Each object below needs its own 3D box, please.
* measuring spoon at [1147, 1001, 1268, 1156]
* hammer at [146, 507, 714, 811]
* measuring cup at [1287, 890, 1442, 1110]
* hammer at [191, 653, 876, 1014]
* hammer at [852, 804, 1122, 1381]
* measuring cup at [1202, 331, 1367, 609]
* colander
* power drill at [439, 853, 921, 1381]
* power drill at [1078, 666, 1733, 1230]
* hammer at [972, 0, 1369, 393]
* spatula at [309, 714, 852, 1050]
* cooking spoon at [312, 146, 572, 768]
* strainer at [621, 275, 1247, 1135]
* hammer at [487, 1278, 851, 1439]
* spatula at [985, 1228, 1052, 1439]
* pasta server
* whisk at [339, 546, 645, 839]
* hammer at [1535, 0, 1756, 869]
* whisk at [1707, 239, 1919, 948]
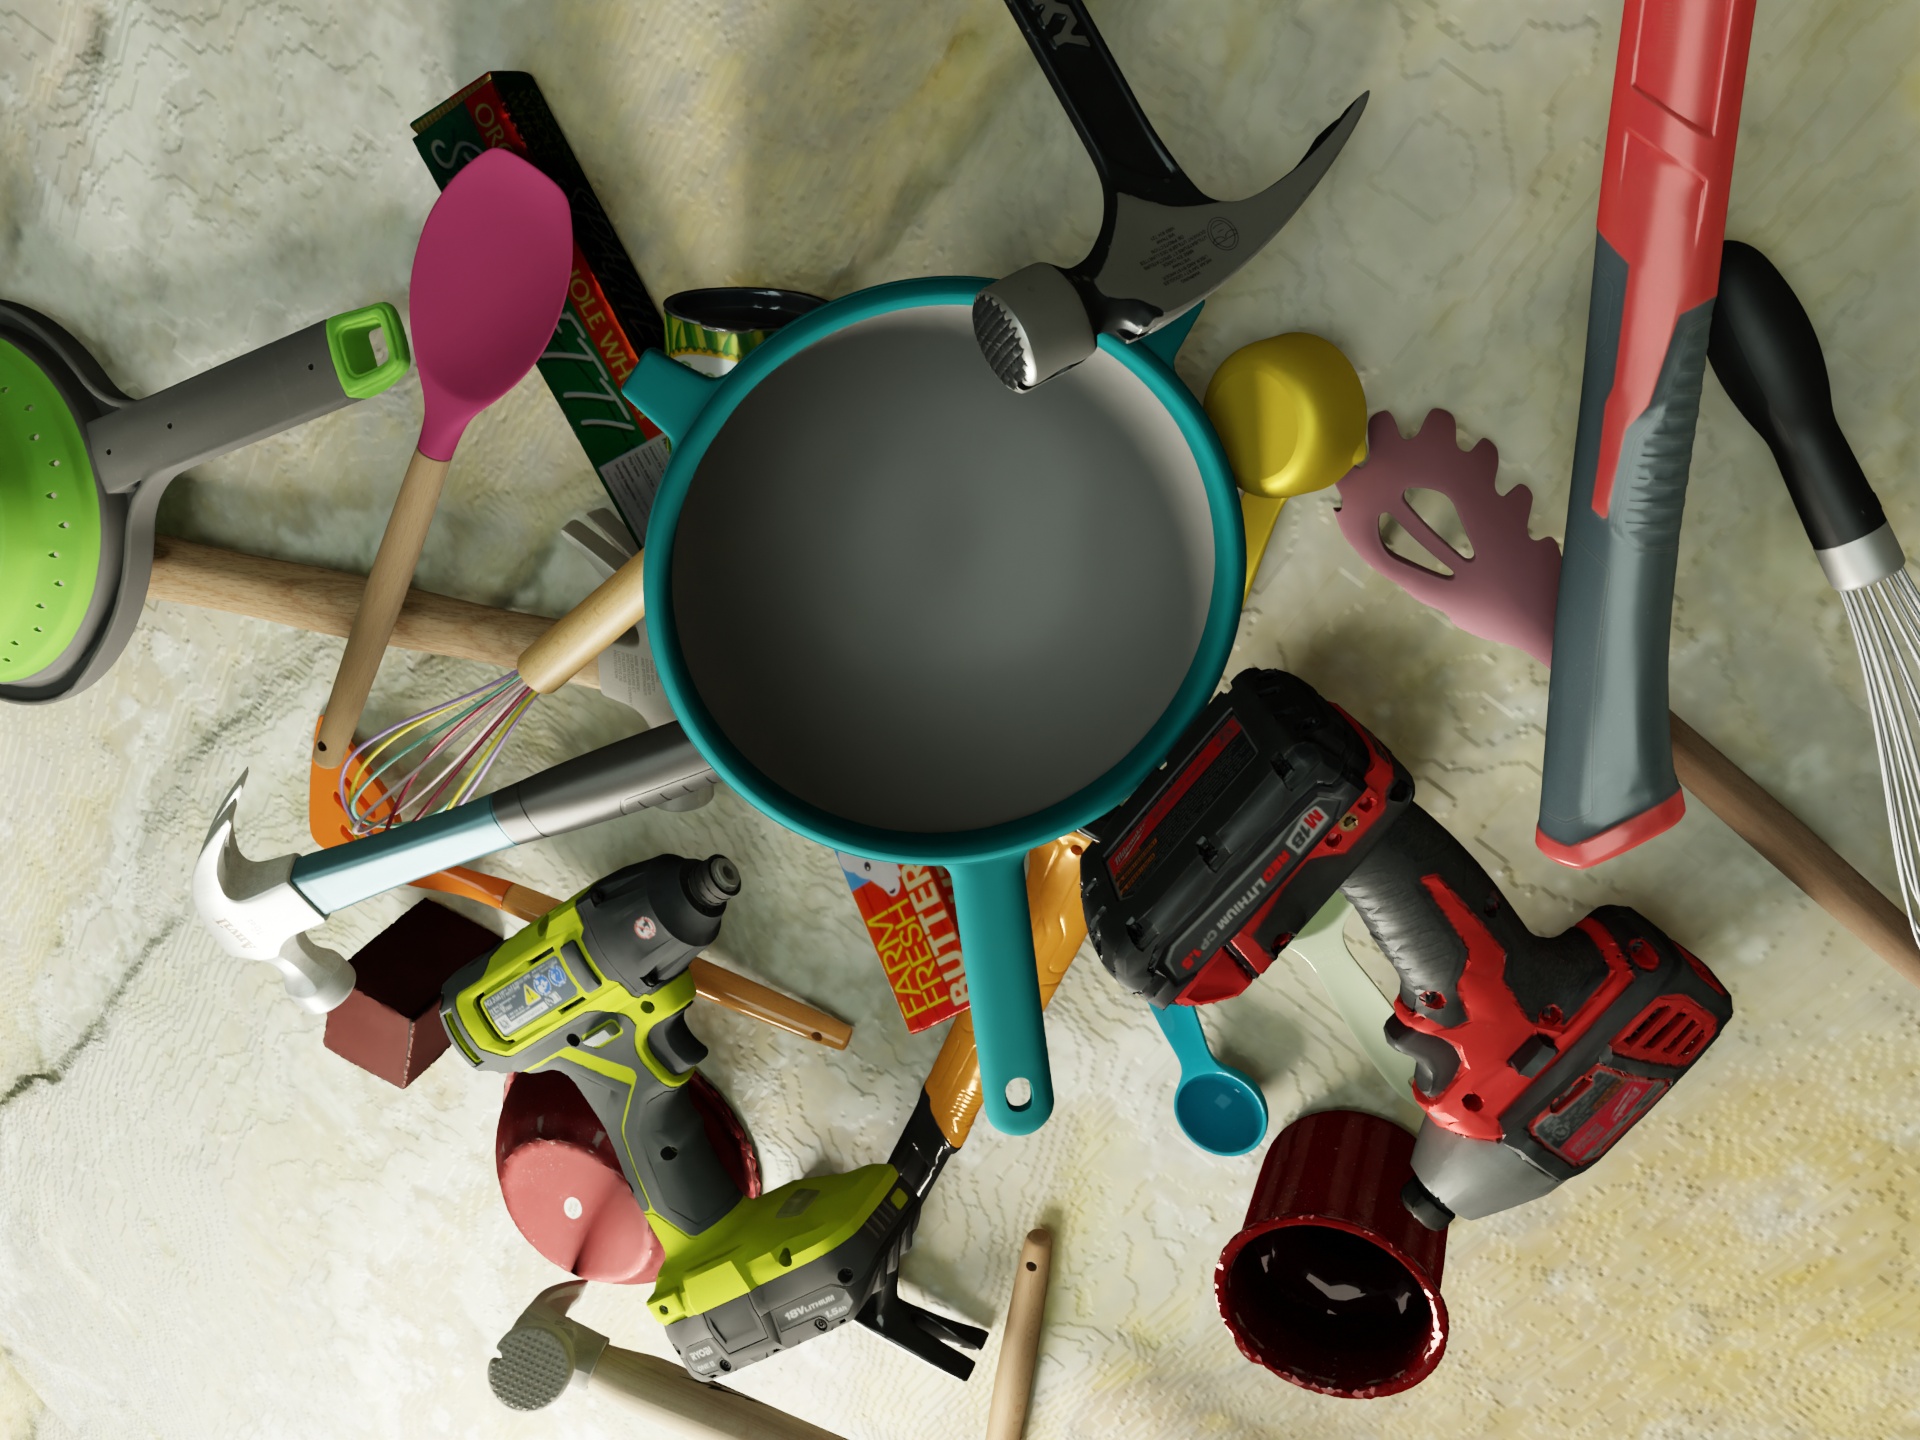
[{"bbox_3d":[0.099,0.128,0.695,0.042,0.021,0.128,-21,94,30],"label":"measuring spoon"},{"bbox_3d":[-0.265,-0.051,0.753,0.331,0.031,0.130,12,118,18],"label":"hammer"},{"bbox_3d":[0.149,0.083,0.637,0.083,0.038,0.167,-28,103,30],"label":"measuring cup"},{"bbox_3d":[-0.185,0.039,0.696,0.331,0.033,0.128,-19,131,10],"label":"hammer"},{"bbox_3d":[0.007,0.172,0.739,0.127,0.034,0.336,29,121,9],"label":"hammer"},{"bbox_3d":[0.098,-0.067,0.584,0.062,0.029,0.156,42,131,30],"label":"measuring cup"},{"bbox_3d":[-0.428,-0.119,0.733,0.397,0.094,0.204,-13,94,25],"label":"colander"},{"bbox_3d":[-0.123,0.177,0.740,0.171,0.080,0.223,-32,92,26],"label":"power drill"},{"bbox_3d":[0.157,0.093,0.574,0.219,0.079,0.143,35,105,-16],"label":"power drill"},{"bbox_3d":[-0.017,-0.313,0.496,0.149,0.036,0.409,-30,93,-14],"label":"hammer"},{"bbox_3d":[-0.200,0.093,0.799,0.322,0.041,0.081,21,119,8],"label":"spatula"},{"bbox_3d":[-0.235,-0.096,0.690,0.069,0.017,0.318,36,121,6],"label":"cooking spoon"},{"bbox_3d":[-0.001,-0.002,0.613,0.211,0.095,0.340,-10,114,-5],"label":"strainer"},{"bbox_3d":[-0.029,0.379,0.788,0.410,0.146,0.038,23,79,0],"label":"hammer"},{"bbox_3d":[0.019,0.395,0.833,0.082,0.044,0.317,14,117,15],"label":"spatula"},{"bbox_3d":[0.256,0.007,0.564,0.316,0.040,0.060,40,122,-3],"label":"pasta server"},{"bbox_3d":[-0.197,-0.006,0.701,0.245,0.047,0.051,-35,137,28],"label":"whisk"},{"bbox_3d":[0.196,-0.139,0.485,0.143,0.038,0.386,10,112,28],"label":"hammer"},{"bbox_3d":[0.304,-0.025,0.513,0.070,0.070,0.284,-25,97,30],"label":"whisk"}]
